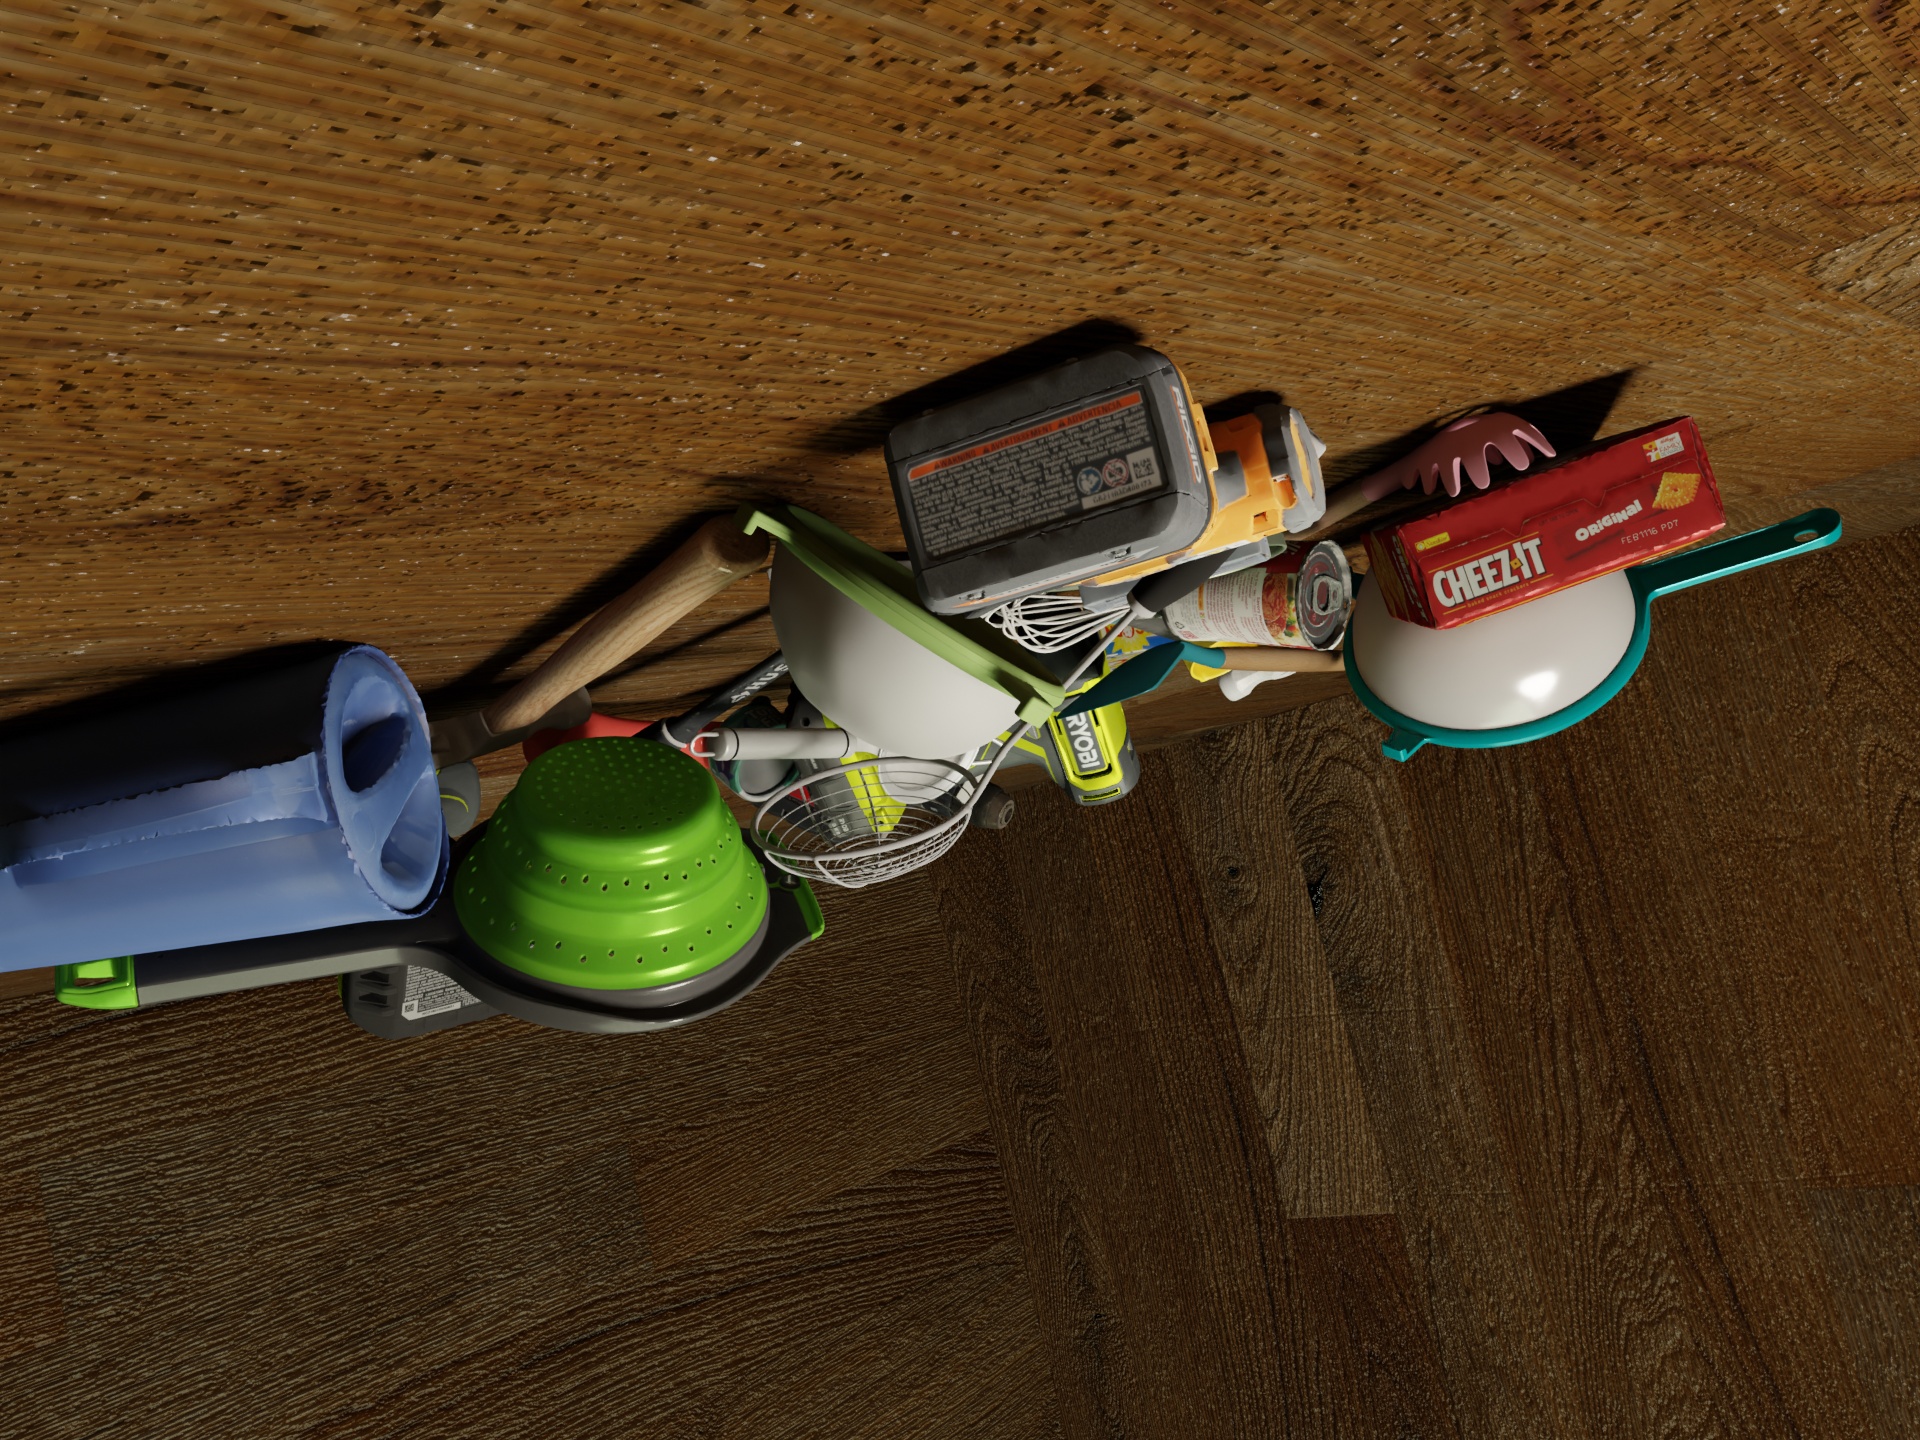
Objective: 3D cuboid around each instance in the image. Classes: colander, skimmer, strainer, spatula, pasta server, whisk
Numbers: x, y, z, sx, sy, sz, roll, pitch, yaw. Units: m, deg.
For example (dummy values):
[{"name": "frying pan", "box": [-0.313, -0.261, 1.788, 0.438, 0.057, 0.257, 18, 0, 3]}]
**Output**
[{"name": "colander", "box": [-0.267, 0.082, 0.858, 0.397, 0.094, 0.205, -6, -146, -25]}, {"name": "skimmer", "box": [0.032, -0.038, 0.838, 0.363, 0.090, 0.127, -46, -171, 21]}, {"name": "strainer", "box": [-0.027, -0.031, 0.748, 0.069, 0.151, 0.256, -56, 176, 6]}, {"name": "strainer", "box": [0.425, -0.108, 1.099, 0.340, 0.211, 0.095, -17, 134, 16]}, {"name": "spatula", "box": [0.195, -0.032, 1.110, 0.317, 0.044, 0.082, -2, 168, -44]}, {"name": "strainer", "box": [-0.069, 0.012, 0.996, 0.050, 0.087, 0.258, 31, -161, 36]}, {"name": "pasta server", "box": [0.240, -0.127, 0.981, 0.060, 0.040, 0.316, -24, 180, -24]}, {"name": "whisk", "box": [0.110, -0.078, 1.033, 0.246, 0.058, 0.059, -8, 163, -43]}]

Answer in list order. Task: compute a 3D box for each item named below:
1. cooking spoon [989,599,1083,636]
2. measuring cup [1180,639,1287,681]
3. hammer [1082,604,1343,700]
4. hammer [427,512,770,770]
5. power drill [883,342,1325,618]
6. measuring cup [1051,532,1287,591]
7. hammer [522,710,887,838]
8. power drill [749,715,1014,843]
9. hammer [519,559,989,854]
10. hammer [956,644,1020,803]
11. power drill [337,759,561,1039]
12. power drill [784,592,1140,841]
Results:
[{"name": "cooking spoon", "box": [0.133, -0.089, 1.177, 0.319, 0.017, 0.068, -13, 161, -15]}, {"name": "measuring cup", "box": [0.222, -0.063, 1.166, 0.156, 0.029, 0.062, -9, 148, -38]}, {"name": "hammer", "box": [0.189, -0.068, 1.210, 0.128, 0.033, 0.330, -28, 160, 30]}, {"name": "hammer", "box": [-0.193, -0.033, 0.814, 0.130, 0.031, 0.331, -24, 179, -39]}, {"name": "power drill", "box": [0.047, -0.091, 0.687, 0.185, 0.084, 0.226, -15, 179, 24]}, {"name": "measuring cup", "box": [0.110, -0.102, 0.925, 0.167, 0.038, 0.083, -10, 173, -21]}, {"name": "hammer", "box": [-0.162, 0.027, 1.180, 0.359, 0.149, 0.037, 0, -153, -48]}, {"name": "power drill", "box": [-0.069, 0.056, 1.436, 0.188, 0.080, 0.226, 23, -169, 24]}, {"name": "hammer", "box": [-0.167, 0.002, 0.968, 0.409, 0.036, 0.149, -30, 164, 36]}, {"name": "hammer", "box": [0.000, -0.001, 1.348, 0.035, 0.146, 0.335, 32, 172, -10]}, {"name": "power drill", "box": [-0.364, 0.095, 0.987, 0.190, 0.080, 0.229, -9, -146, -41]}, {"name": "power drill", "box": [-0.002, -0.004, 1.111, 0.223, 0.171, 0.080, -13, -145, 12]}]
